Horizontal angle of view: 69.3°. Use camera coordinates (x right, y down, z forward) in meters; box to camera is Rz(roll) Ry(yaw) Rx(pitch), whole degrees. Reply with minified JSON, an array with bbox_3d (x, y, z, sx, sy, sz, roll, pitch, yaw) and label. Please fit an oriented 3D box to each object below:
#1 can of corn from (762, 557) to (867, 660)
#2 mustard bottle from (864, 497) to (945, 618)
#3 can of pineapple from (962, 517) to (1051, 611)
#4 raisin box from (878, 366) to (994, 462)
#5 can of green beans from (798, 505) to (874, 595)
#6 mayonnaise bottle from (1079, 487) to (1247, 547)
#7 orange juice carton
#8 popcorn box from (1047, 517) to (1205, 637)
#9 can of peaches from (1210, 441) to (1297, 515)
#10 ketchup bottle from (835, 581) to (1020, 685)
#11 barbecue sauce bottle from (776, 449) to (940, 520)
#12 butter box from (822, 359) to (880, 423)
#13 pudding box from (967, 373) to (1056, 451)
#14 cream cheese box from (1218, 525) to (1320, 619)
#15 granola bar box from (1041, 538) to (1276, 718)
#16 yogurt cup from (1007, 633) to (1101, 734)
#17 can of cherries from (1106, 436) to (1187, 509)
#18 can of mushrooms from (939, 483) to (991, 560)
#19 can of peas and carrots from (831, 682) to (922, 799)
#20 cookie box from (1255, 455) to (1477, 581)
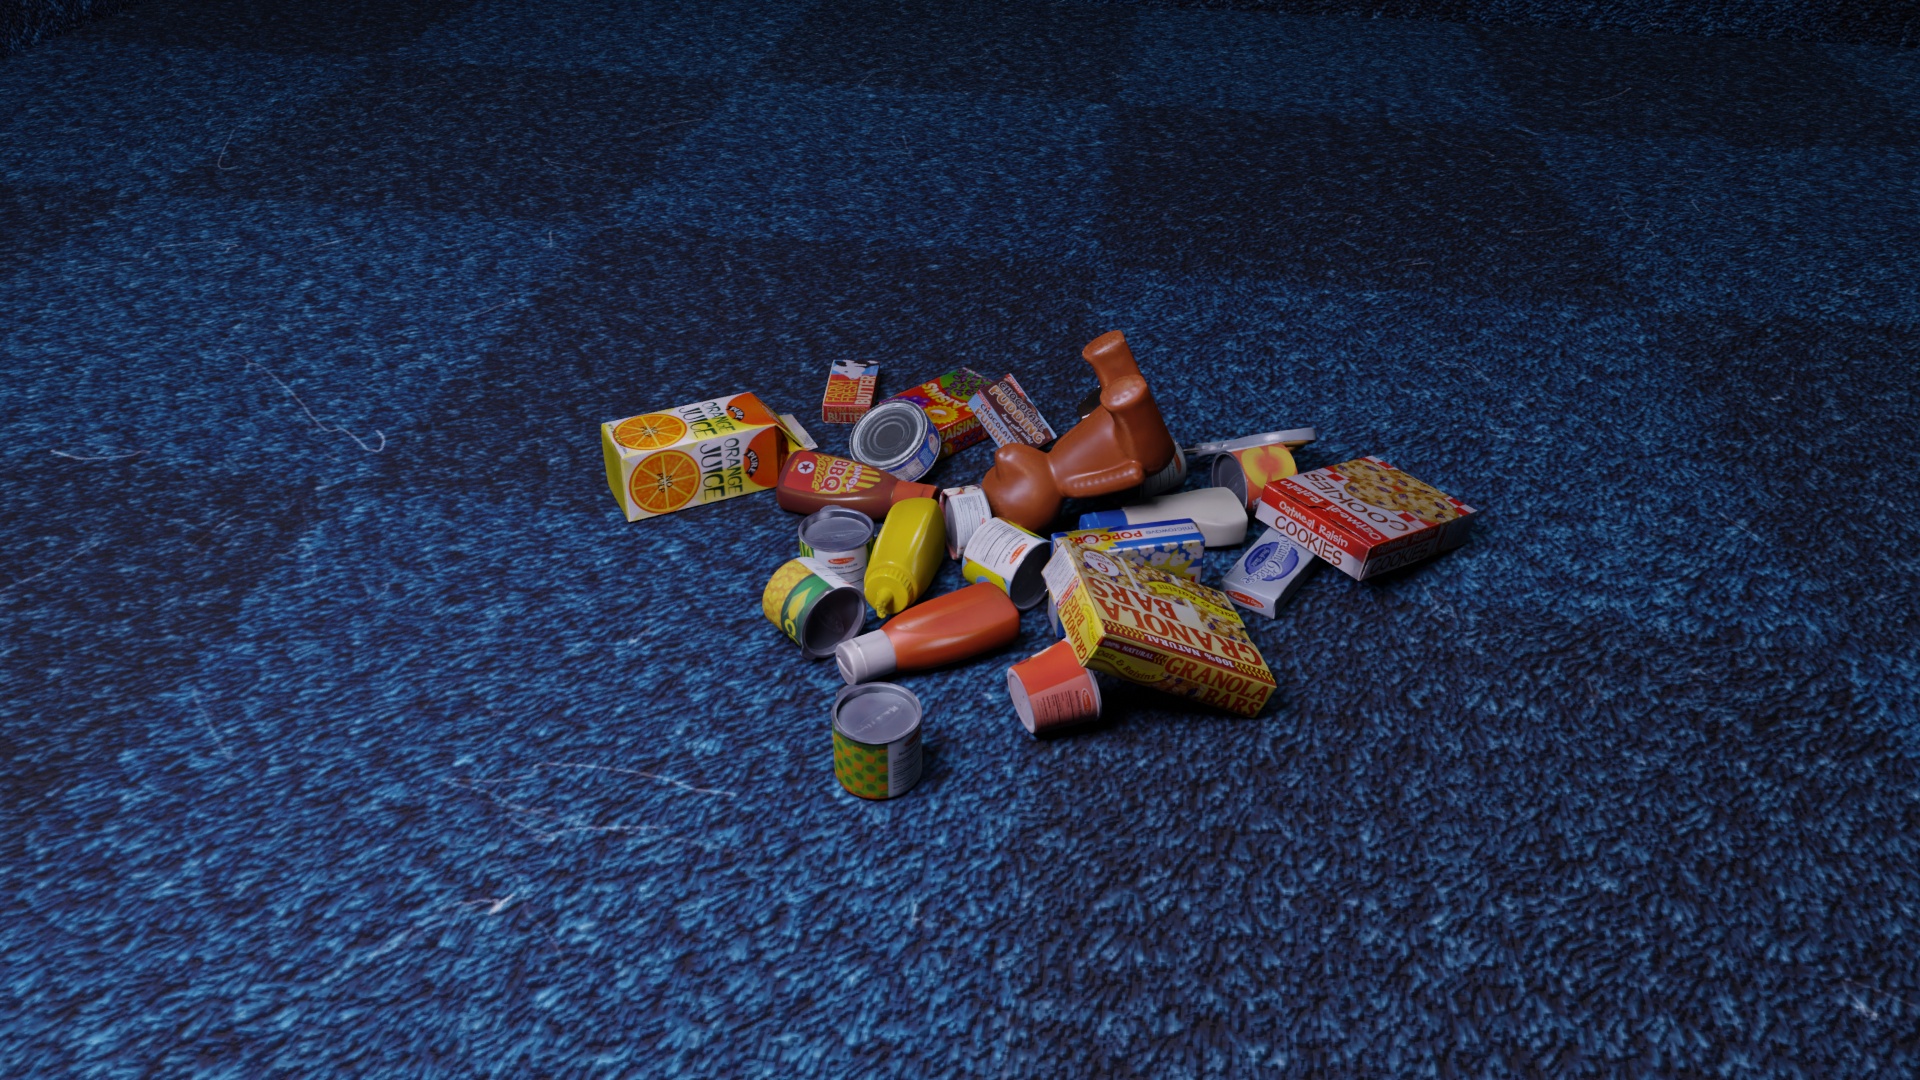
[{"bbox_3d":[-0.123,0.056,1.147,0.071,0.070,0.058,-26,42,-33],"label":"can of corn"},{"bbox_3d":[-0.051,0.020,1.190,0.049,0.065,0.161,-1,28,15],"label":"mustard bottle"},{"bbox_3d":[0.044,0.021,1.203,0.058,0.070,0.071,28,43,34],"label":"can of pineapple"},{"bbox_3d":[-0.013,-0.132,1.442,0.124,0.039,0.086,-27,44,-36],"label":"raisin box"},{"bbox_3d":[-0.107,0.013,1.214,0.071,0.057,0.071,1,35,0],"label":"can of green beans"},{"bbox_3d":[0.185,-0.015,1.280,0.148,0.041,0.065,-7,35,-10],"label":"mayonnaise bottle"},{"bbox_3d":[-0.240,-0.086,1.340,0.193,0.072,0.072,-15,38,-23],"label":"orange juice carton"},{"bbox_3d":[0.139,0.031,1.171,0.127,0.084,0.038,-6,34,-10],"label":"popcorn box"},{"bbox_3d":[0.280,-0.056,1.320,0.058,0.071,0.071,-12,37,-18],"label":"can of peaches"},{"bbox_3d":[-0.028,0.078,1.135,0.149,0.043,0.065,-18,35,-25],"label":"ketchup bottle"},{"bbox_3d":[-0.095,-0.046,1.310,0.148,0.043,0.065,11,48,13],"label":"barbecue sauce bottle"},{"bbox_3d":[-0.117,-0.160,1.492,0.053,0.024,0.104,1,34,1],"label":"butter box"},{"bbox_3d":[0.052,-0.121,1.402,0.050,0.030,0.084,-30,82,-37],"label":"pudding box"},{"bbox_3d":[0.276,0.028,1.234,0.053,0.024,0.104,23,41,27],"label":"cream cheese box"},{"bbox_3d":[0.156,0.068,1.099,0.165,0.039,0.125,18,28,-24],"label":"granola bar box"},{"bbox_3d":[0.071,0.115,1.070,0.054,0.072,0.072,-19,39,-13],"label":"yogurt cup"},{"bbox_3d":[0.173,-0.067,1.334,0.058,0.071,0.071,-24,42,-30],"label":"can of cherries"},{"bbox_3d":[0.004,-0.016,1.255,0.033,0.070,0.071,-10,36,-13],"label":"can of mushrooms"},{"bbox_3d":[-0.063,0.146,1.023,0.071,0.058,0.071,1,34,0],"label":"can of peas and carrots"},{"bbox_3d":[0.372,-0.025,1.274,0.168,0.040,0.123,-14,37,-37],"label":"cookie box"}]
